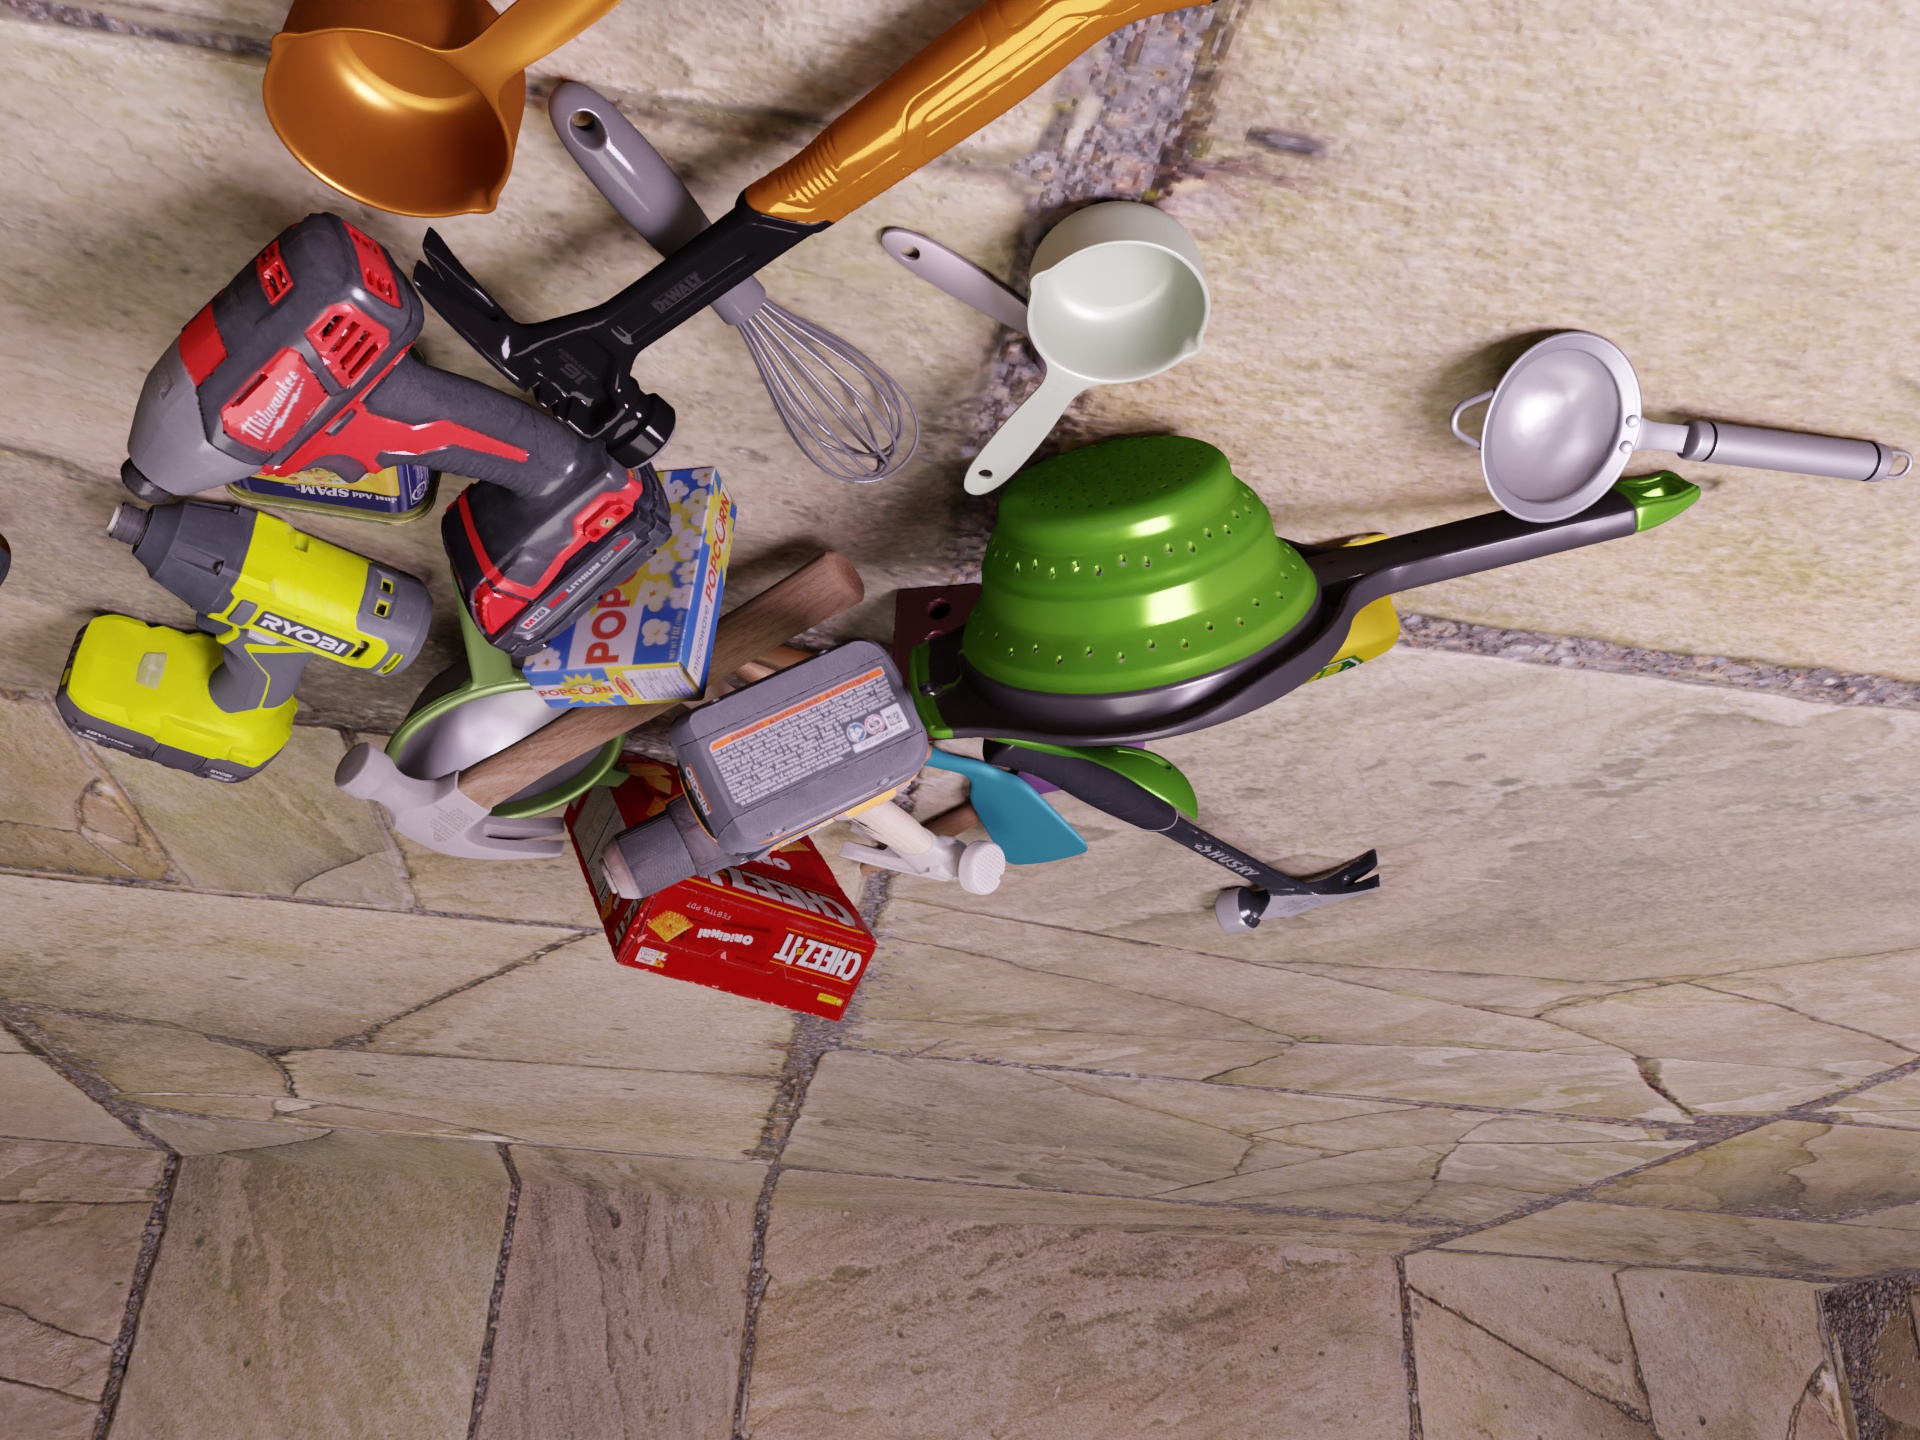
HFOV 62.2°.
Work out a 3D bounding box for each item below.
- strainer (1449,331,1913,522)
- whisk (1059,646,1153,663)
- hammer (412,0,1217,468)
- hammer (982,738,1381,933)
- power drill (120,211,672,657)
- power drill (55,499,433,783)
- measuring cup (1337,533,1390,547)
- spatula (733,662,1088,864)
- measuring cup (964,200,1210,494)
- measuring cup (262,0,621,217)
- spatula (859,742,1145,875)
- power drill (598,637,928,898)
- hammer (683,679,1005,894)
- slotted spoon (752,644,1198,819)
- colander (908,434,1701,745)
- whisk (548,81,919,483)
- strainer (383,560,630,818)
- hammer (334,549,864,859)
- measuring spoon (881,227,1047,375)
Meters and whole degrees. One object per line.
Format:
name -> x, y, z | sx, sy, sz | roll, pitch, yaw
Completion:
strainer -> 0.335, -0.131, 0.744 | 0.258, 0.050, 0.086 | 4, 109, -13
whisk -> 0.050, -0.025, 0.983 | 0.245, 0.047, 0.051 | -7, 152, 28
hammer -> -0.052, -0.210, 0.593 | 0.337, 0.034, 0.127 | -25, 136, 28
hammer -> 0.156, 0.076, 1.146 | 0.149, 0.036, 0.408 | -20, 147, 35
power drill -> -0.245, -0.115, 0.703 | 0.143, 0.079, 0.219 | -38, 149, 13
power drill -> -0.443, -0.050, 0.950 | 0.171, 0.080, 0.223 | 24, 142, -35
measuring cup -> 0.158, -0.082, 0.881 | 0.156, 0.029, 0.062 | -20, 155, 16
spatula -> -0.044, 0.023, 1.075 | 0.317, 0.044, 0.082 | 28, 151, -36
measuring cup -> 0.044, -0.161, 0.702 | 0.083, 0.038, 0.167 | 17, 144, -23
measuring cup -> -0.171, -0.246, 0.565 | 0.173, 0.052, 0.095 | -17, 146, 31
spatula -> 0.019, 0.066, 1.179 | 0.059, 0.018, 0.316 | 23, 146, -31
power drill -> -0.115, 0.039, 0.879 | 0.185, 0.084, 0.226 | -25, 174, -13
hammer -> -0.132, 0.011, 1.043 | 0.146, 0.038, 0.410 | 9, 158, 40
slotted spoon -> -0.002, -0.003, 0.969 | 0.314, 0.031, 0.070 | 18, -177, 3
colander -> 0.159, -0.097, 0.768 | 0.397, 0.205, 0.094 | -14, 117, 0
whisk -> -0.092, -0.182, 0.688 | 0.055, 0.055, 0.238 | -13, 144, 28
strainer -> -0.288, -0.033, 0.971 | 0.151, 0.069, 0.256 | -13, 146, -17
hammer -> -0.196, -0.006, 0.921 | 0.331, 0.031, 0.129 | -27, 135, 20
measuring spoon -> 0.014, -0.181, 0.704 | 0.124, 0.018, 0.034 | 24, 147, -33
